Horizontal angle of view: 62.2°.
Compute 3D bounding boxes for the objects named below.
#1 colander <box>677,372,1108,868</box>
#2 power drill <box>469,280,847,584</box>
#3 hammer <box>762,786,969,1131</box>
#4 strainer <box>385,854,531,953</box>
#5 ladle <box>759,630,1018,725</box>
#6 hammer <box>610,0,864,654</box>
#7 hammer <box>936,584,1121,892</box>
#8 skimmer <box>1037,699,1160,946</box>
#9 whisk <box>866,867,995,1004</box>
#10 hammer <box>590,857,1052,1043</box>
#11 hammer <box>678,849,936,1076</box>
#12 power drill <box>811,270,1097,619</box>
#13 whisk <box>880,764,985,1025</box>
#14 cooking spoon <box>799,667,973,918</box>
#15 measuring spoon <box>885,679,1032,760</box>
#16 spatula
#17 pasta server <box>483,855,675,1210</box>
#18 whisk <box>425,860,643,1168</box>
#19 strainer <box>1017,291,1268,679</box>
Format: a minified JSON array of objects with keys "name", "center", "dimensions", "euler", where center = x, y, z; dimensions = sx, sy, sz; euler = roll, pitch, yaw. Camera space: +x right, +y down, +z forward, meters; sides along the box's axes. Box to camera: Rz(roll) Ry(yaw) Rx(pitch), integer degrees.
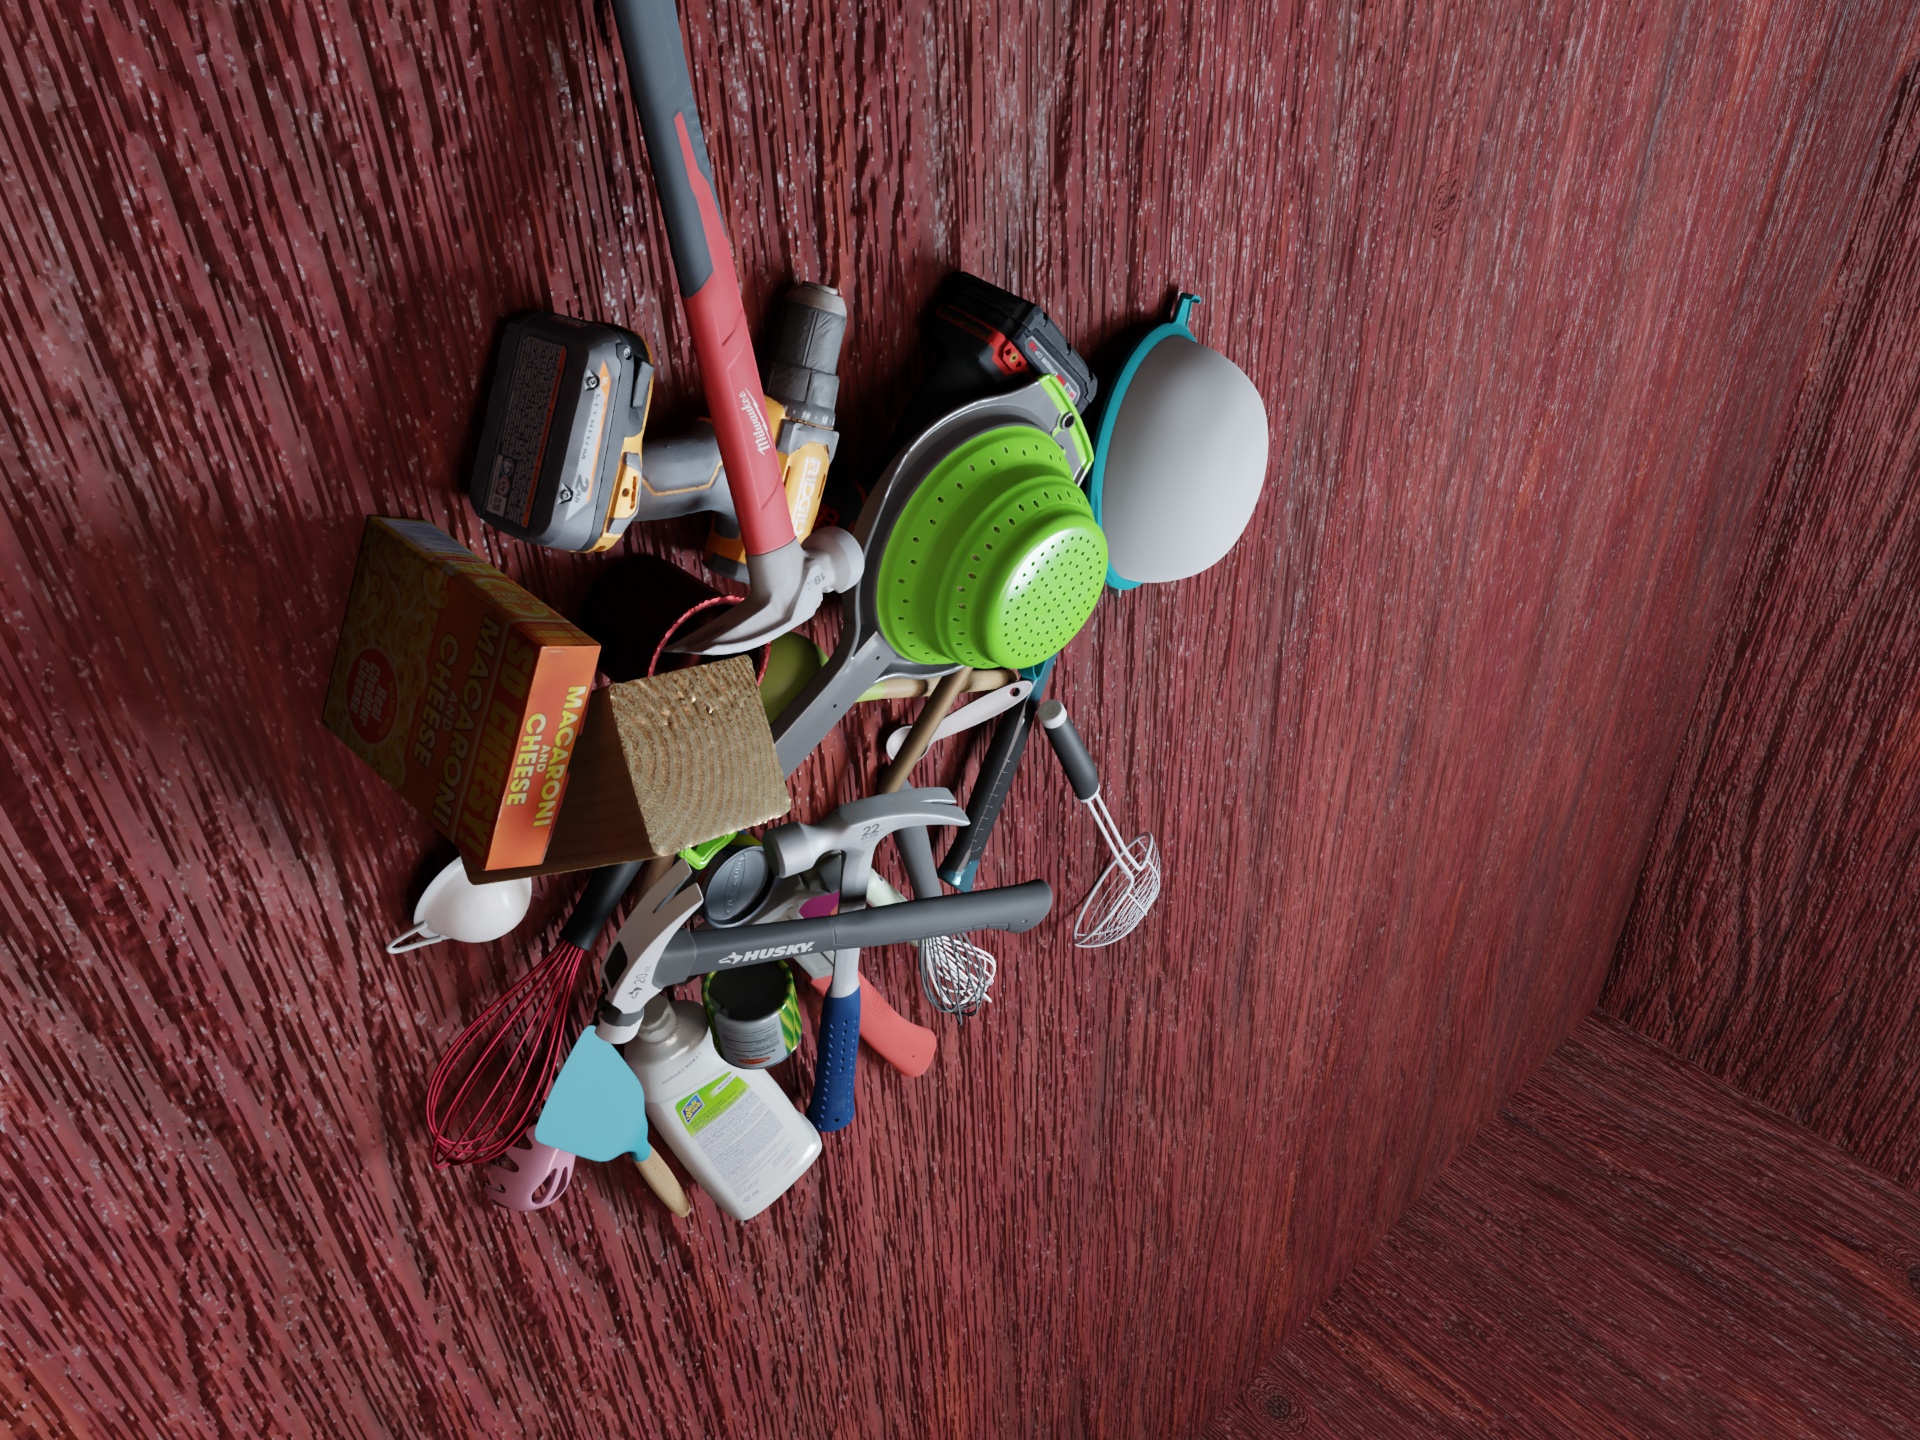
[{"name":"colander","center":[-0.025,-0.040,1.031],"dimensions":[0.397,0.095,0.204],"euler":[-49,146,-7]},{"name":"power drill","center":[-0.153,-0.174,0.906],"dimensions":[0.226,0.084,0.185],"euler":[0,109,-55]},{"name":"hammer","center":[-0.083,0.195,1.207],"dimensions":[0.144,0.035,0.405],"euler":[-17,142,-23]},{"name":"strainer","center":[-0.250,0.061,1.000],"dimensions":[0.258,0.050,0.086],"euler":[-49,160,-19]},{"name":"ladle","center":[-0.055,-0.030,1.175],"dimensions":[0.320,0.062,0.078],"euler":[-7,122,-56]},{"name":"hammer","center":[-0.140,-0.226,0.806],"dimensions":[0.143,0.038,0.386],"euler":[-38,123,-48]},{"name":"hammer","center":[0.048,-0.008,1.286],"dimensions":[0.128,0.033,0.331],"euler":[-6,121,-59]},{"name":"skimmer","center":[0.104,0.087,1.411],"dimensions":[0.127,0.090,0.362],"euler":[-57,145,-21]},{"name":"whisk","center":[-0.031,0.185,1.355],"dimensions":[0.059,0.058,0.246],"euler":[-42,139,-2]},{"name":"hammer","center":[-0.077,0.139,1.081],"dimensions":[0.334,0.035,0.146],"euler":[-4,137,-34]},{"name":"hammer","center":[-0.101,0.223,1.290],"dimensions":[0.149,0.037,0.358],"euler":[-34,146,-3]},{"name":"power drill","center":[-0.007,-0.167,1.092],"dimensions":[0.227,0.080,0.187],"euler":[-54,145,0]},{"name":"whisk","center":[-0.026,0.143,1.281],"dimensions":[0.055,0.055,0.238],"euler":[-31,117,-33]},{"name":"cooking spoon","center":[-0.044,0.034,1.197],"dimensions":[0.068,0.017,0.319],"euler":[-1,125,-60]},{"name":"measuring spoon","center":[-0.002,-0.004,1.233],"dimensions":[0.124,0.018,0.034],"euler":[-26,123,-2]},{"name":"spatula","center":[-0.240,0.320,1.174],"dimensions":[0.317,0.044,0.082],"euler":[88,21,-59]},{"name":"pasta server","center":[-0.257,0.213,1.110],"dimensions":[0.060,0.040,0.316],"euler":[7,108,-52]},{"name":"whisk","center":[-0.264,0.163,1.046],"dimensions":[0.296,0.073,0.073],"euler":[-61,145,-7]},{"name":"strainer","center":[0.154,-0.150,1.206],"dimensions":[0.340,0.095,0.210],"euler":[-58,149,-30]}]
